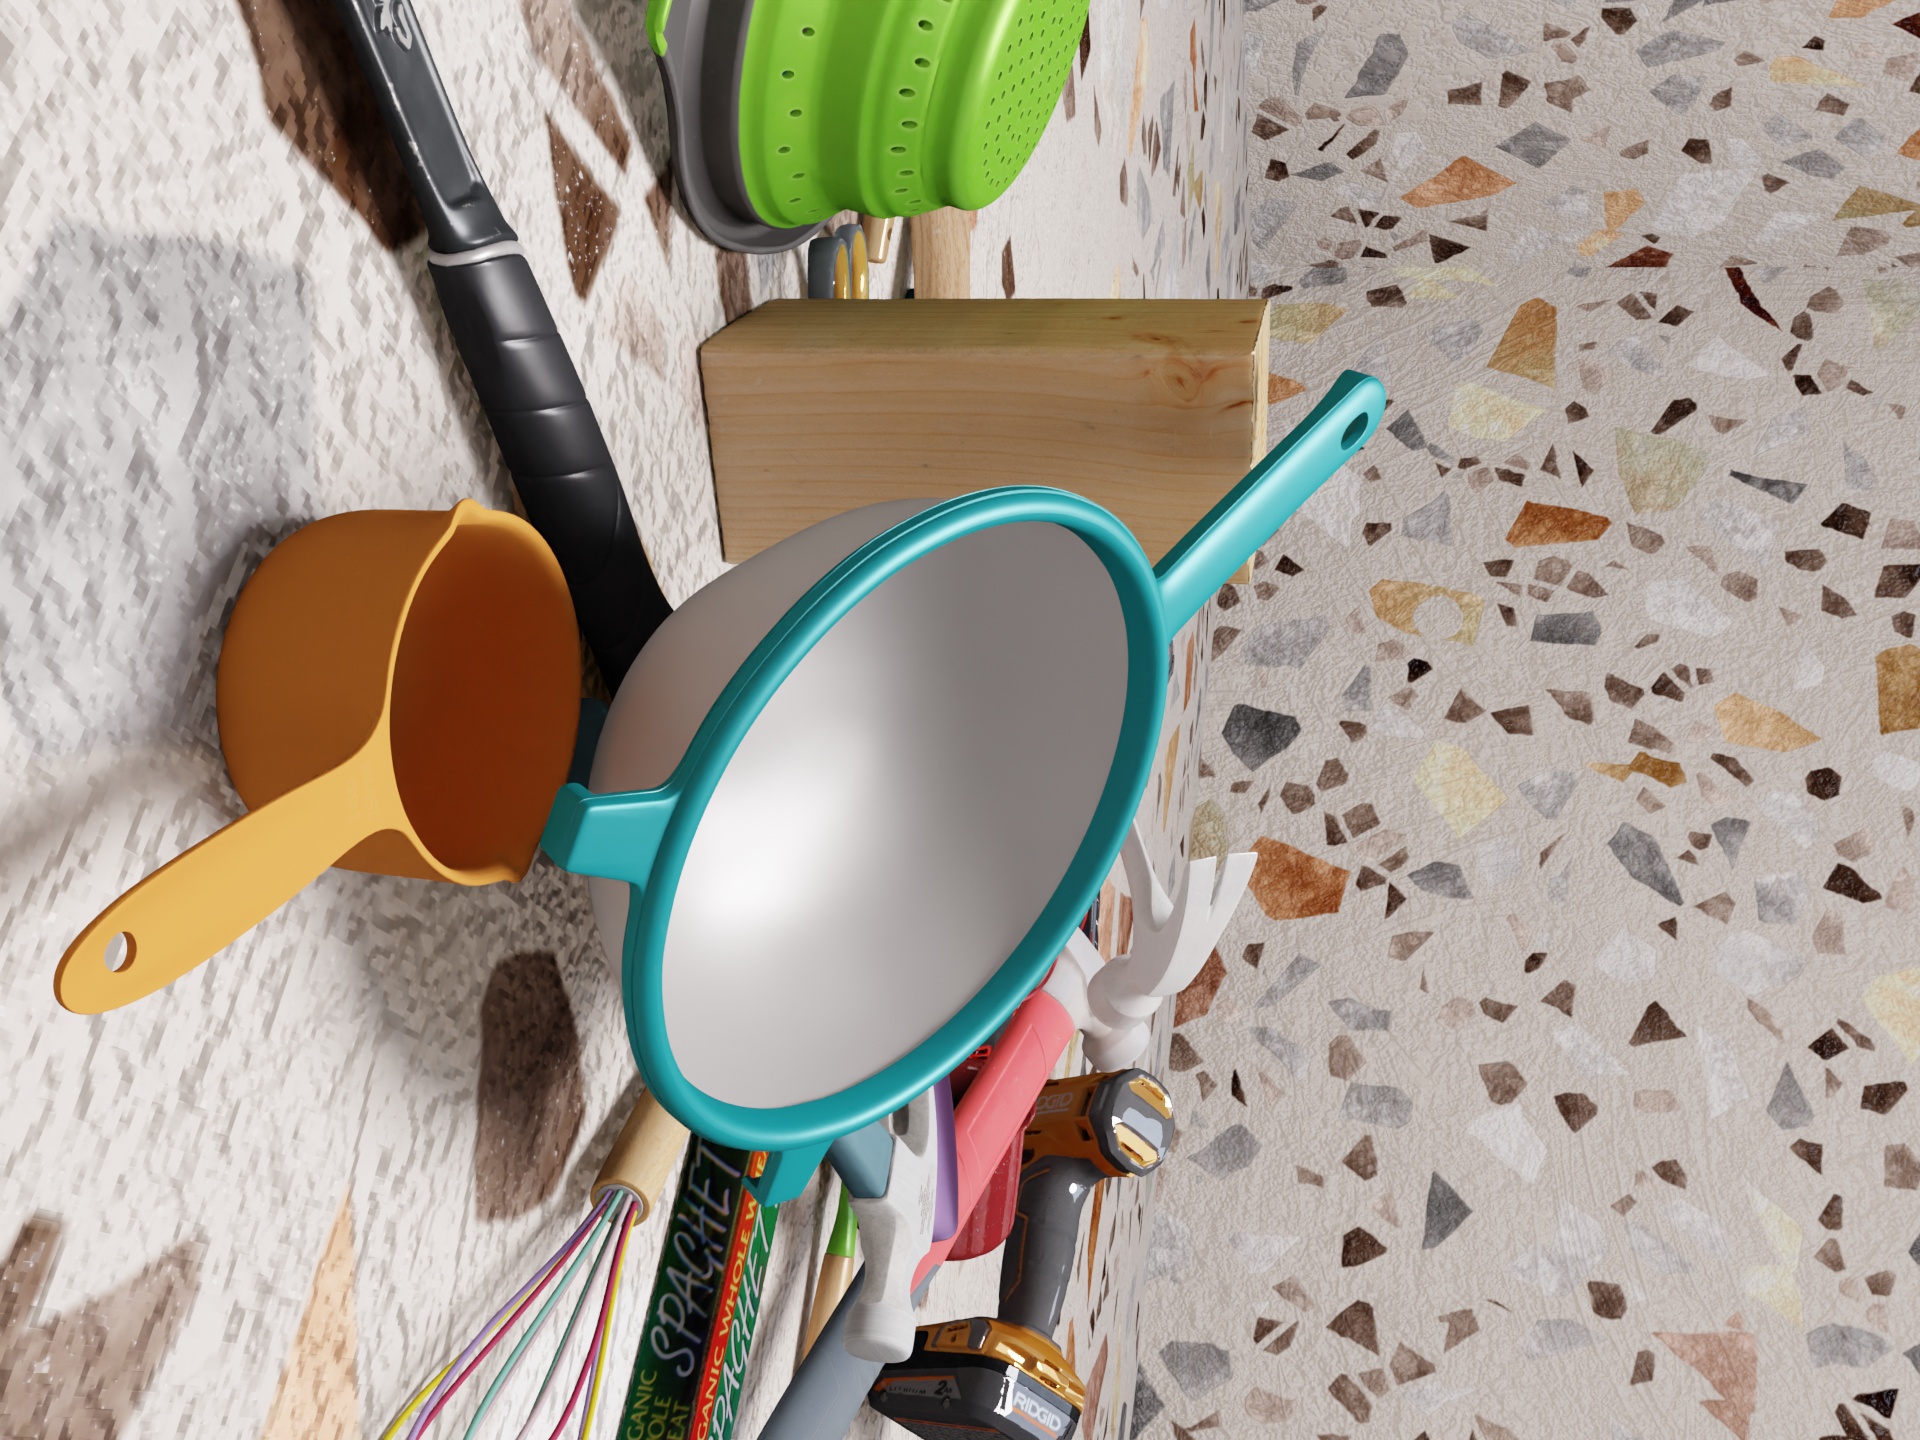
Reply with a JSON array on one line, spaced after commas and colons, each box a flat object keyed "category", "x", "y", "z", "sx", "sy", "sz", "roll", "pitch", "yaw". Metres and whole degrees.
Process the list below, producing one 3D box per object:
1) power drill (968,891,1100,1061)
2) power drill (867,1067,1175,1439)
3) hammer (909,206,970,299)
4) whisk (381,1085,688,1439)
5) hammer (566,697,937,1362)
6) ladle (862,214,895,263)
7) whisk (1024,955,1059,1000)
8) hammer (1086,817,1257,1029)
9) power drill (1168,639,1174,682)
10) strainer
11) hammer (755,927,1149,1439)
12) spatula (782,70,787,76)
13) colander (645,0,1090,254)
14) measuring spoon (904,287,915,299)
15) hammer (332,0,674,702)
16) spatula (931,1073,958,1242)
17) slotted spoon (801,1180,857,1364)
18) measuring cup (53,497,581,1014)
[{"category": "power drill", "x": 0.036, "y": 0.152, "z": 1.091, "sx": 0.219, "sy": 0.078, "sz": 0.143, "roll": -22, "pitch": 115, "yaw": -72}, {"category": "power drill", "x": 0.025, "y": 0.321, "z": 0.966, "sx": 0.084, "sy": 0.185, "sz": 0.226, "roll": 41, "pitch": 53, "yaw": -22}, {"category": "hammer", "x": -0.004, "y": -0.119, "z": 0.795, "sx": 0.130, "sy": 0.031, "sz": 0.332, "roll": 19, "pitch": 60, "yaw": -39}, {"category": "whisk", "x": -0.120, "y": 0.168, "z": 0.511, "sx": 0.245, "sy": 0.047, "sz": 0.051, "roll": -70, "pitch": 158, "yaw": -63}, {"category": "hammer", "x": -0.071, "y": 0.116, "z": 0.595, "sx": 0.330, "sy": 0.033, "sz": 0.128, "roll": 66, "pitch": 25, "yaw": -44}, {"category": "ladle", "x": -0.029, "y": -0.383, "z": 0.760, "sx": 0.078, "sy": 0.062, "sz": 0.320, "roll": -15, "pitch": 115, "yaw": -75}, {"category": "whisk", "x": -0.001, "y": -0.003, "z": 0.810, "sx": 0.073, "sy": 0.073, "sz": 0.296, "roll": 13, "pitch": 64, "yaw": -76}, {"category": "hammer", "x": 0.054, "y": -0.054, "z": 0.831, "sx": 0.144, "sy": 0.035, "sz": 0.406, "roll": 120, "pitch": -40, "yaw": -55}, {"category": "power drill", "x": 0.111, "y": -0.135, "z": 1.152, "sx": 0.188, "sy": 0.080, "sz": 0.226, "roll": -50, "pitch": 139, "yaw": -68}, {"category": "strainer", "x": 0.005, "y": -0.024, "z": 0.507, "sx": 0.340, "sy": 0.095, "sz": 0.210, "roll": -43, "pitch": 143, "yaw": -24}, {"category": "hammer", "x": -0.027, "y": 0.234, "z": 0.764, "sx": 0.143, "sy": 0.038, "sz": 0.386, "roll": 52, "pitch": 45, "yaw": -15}, {"category": "spatula", "x": -0.013, "y": -0.351, "z": 0.701, "sx": 0.317, "sy": 0.044, "sz": 0.082, "roll": -49, "pitch": 151, "yaw": -41}, {"category": "colander", "x": 0.006, "y": -0.265, "z": 0.651, "sx": 0.204, "sy": 0.094, "sz": 0.397, "roll": -66, "pitch": 171, "yaw": 14}, {"category": "measuring spoon", "x": -0.015, "y": -0.174, "z": 0.884, "sx": 0.042, "sy": 0.021, "sz": 0.128, "roll": -57, "pitch": 147, "yaw": -63}, {"category": "hammer", "x": -0.129, "y": -0.130, "z": 0.397, "sx": 0.408, "sy": 0.036, "sz": 0.149, "roll": 79, "pitch": 21, "yaw": -48}, {"category": "spatula", "x": -0.033, "y": 0.090, "z": 0.774, "sx": 0.059, "sy": 0.018, "sz": 0.316, "roll": 8, "pitch": 71, "yaw": -38}, {"category": "slotted spoon", "x": -0.066, "y": 0.294, "z": 0.797, "sx": 0.070, "sy": 0.031, "sz": 0.314, "roll": 52, "pitch": 45, "yaw": -68}, {"category": "measuring cup", "x": -0.144, "y": 0.010, "z": 0.339, "sx": 0.174, "sy": 0.052, "sz": 0.095, "roll": -55, "pitch": 146, "yaw": -62}]
